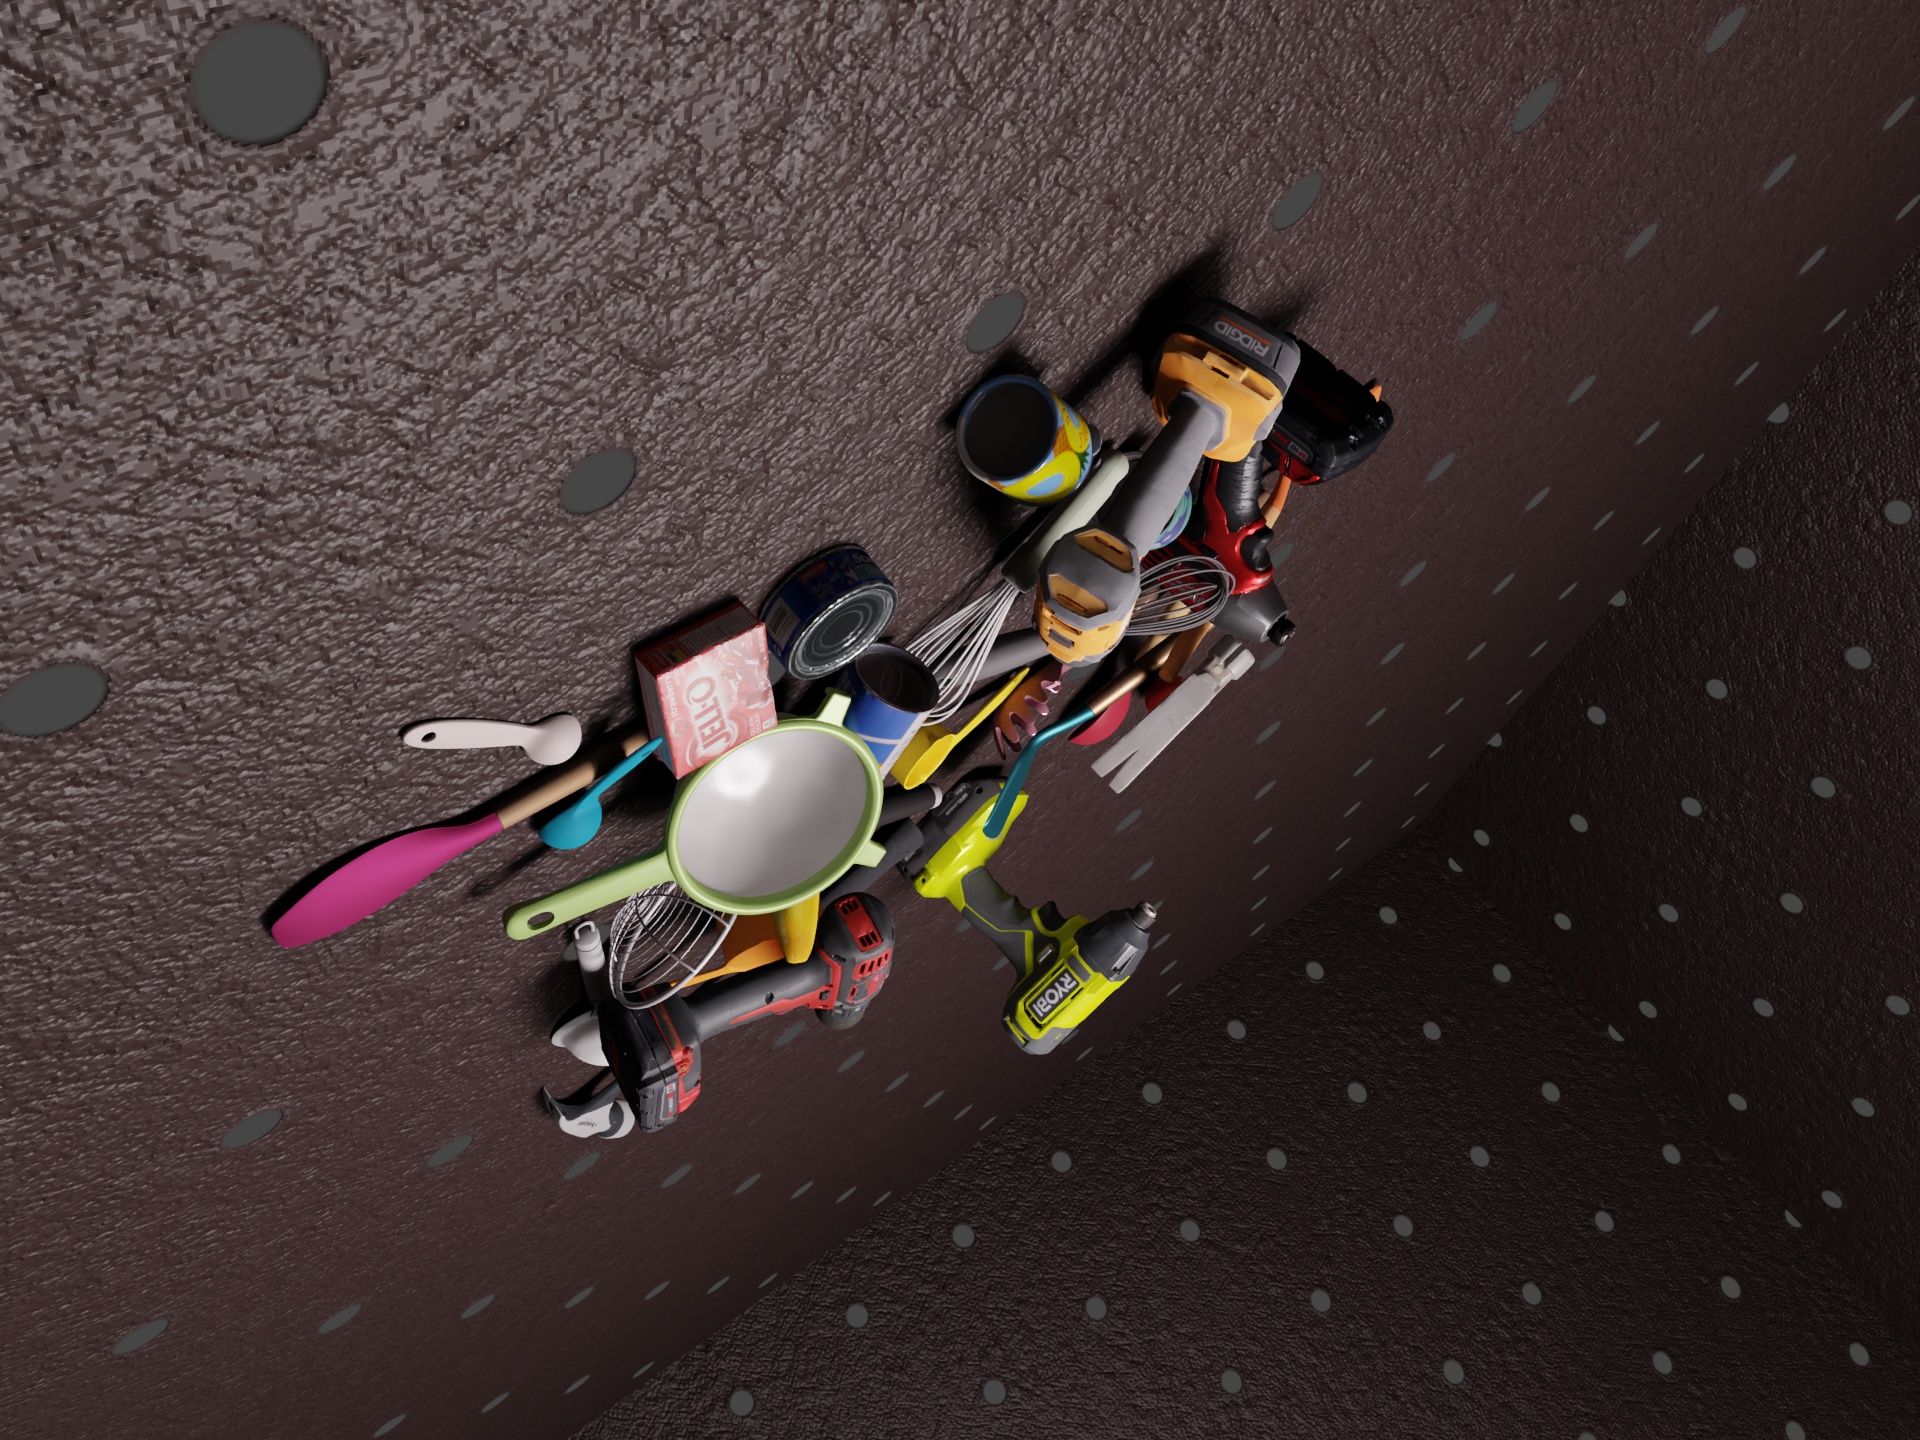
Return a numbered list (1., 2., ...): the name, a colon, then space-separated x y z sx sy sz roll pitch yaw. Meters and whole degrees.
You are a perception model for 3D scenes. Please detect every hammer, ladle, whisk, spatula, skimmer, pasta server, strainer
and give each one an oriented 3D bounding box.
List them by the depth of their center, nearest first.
1. strainer: -0.178 0.069 1.036 0.256 0.069 0.151 -23 130 -15
2. whisk: 0.032 -0.092 1.112 0.246 0.059 0.058 -49 -167 13
3. whisk: 0.085 -0.068 1.164 0.239 0.055 0.055 -18 160 3
4. strainer: -0.275 0.213 1.213 0.087 0.050 0.258 -18 150 -17
5. skimmer: -0.121 0.121 1.215 0.127 0.090 0.363 -24 175 38
6. spatula: 0.251 -0.151 1.297 0.323 0.041 0.081 -55 166 -23
7. spatula: 0.135 -0.017 1.321 0.317 0.044 0.082 -38 167 2
8. pasta server: 0.143 -0.084 1.331 0.316 0.040 0.060 -40 170 -4
9. ladle: 0.165 -0.064 1.364 0.069 0.031 0.315 -42 168 -36
10. hammer: -0.193 0.223 1.386 0.409 0.036 0.149 -41 159 1
11. hammer: 0.177 -0.009 1.389 0.149 0.037 0.359 -44 178 4

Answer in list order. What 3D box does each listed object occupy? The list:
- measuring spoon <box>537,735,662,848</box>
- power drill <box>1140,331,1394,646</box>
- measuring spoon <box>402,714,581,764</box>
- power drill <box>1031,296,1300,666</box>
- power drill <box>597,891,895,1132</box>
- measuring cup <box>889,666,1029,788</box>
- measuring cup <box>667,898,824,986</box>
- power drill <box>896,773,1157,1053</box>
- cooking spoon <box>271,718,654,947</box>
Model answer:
1. measuring spoon: -0.210 0.047 0.951 0.128 0.021 0.042 -36 175 39
2. power drill: 0.216 -0.157 1.157 0.078 0.143 0.219 -33 157 -35
3. measuring spoon: -0.250 0.013 0.861 0.034 0.018 0.124 -47 158 19
4. power drill: 0.120 -0.136 1.021 0.226 0.084 0.185 -58 173 -8
5. power drill: -0.157 0.227 1.227 0.226 0.080 0.187 -23 155 -22
6. measuring cup: -0.002 -0.004 1.274 0.156 0.029 0.062 -42 164 -31
7. measuring cup: -0.192 0.176 1.279 0.173 0.052 0.095 -19 160 4
8. power drill: 0.059 0.161 1.422 0.171 0.223 0.080 -48 159 20
9. cooking spoon: -0.248 0.044 0.930 0.319 0.017 0.068 -32 161 -23
